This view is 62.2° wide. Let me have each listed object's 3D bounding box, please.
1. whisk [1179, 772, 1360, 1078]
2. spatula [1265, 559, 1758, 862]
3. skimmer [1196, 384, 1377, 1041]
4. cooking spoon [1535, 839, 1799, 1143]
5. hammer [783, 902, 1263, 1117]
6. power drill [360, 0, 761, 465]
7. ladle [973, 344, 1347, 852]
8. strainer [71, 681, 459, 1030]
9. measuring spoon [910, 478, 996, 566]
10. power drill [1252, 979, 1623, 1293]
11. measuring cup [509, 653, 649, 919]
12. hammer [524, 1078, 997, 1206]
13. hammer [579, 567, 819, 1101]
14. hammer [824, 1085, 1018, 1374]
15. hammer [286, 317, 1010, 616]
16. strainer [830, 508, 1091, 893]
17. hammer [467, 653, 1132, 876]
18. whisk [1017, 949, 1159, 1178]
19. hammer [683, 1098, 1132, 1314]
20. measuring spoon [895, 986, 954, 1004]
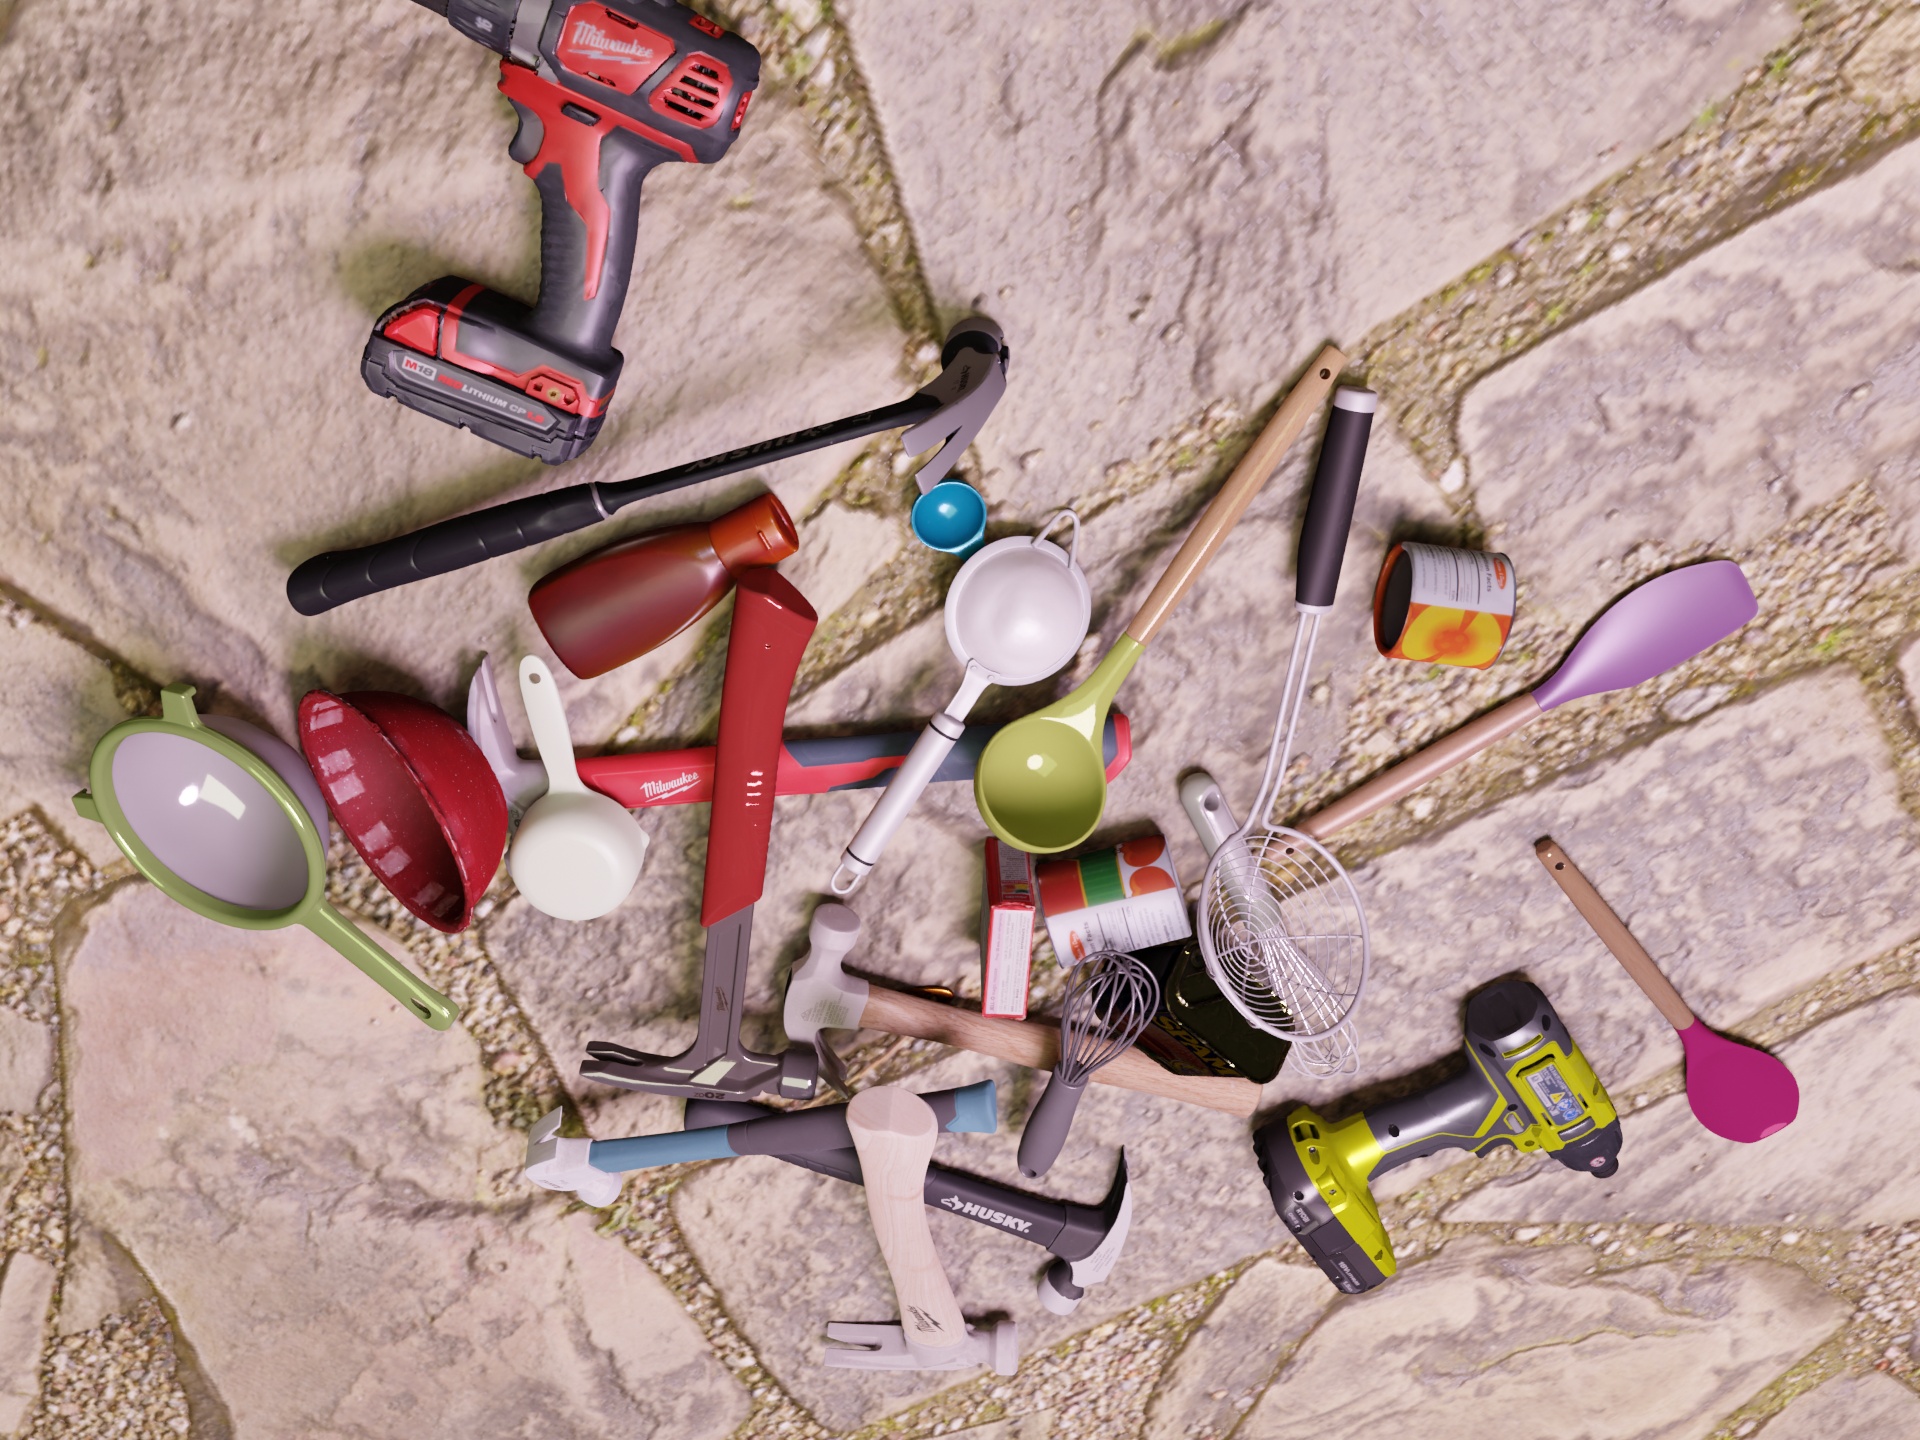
[{"bbox_3d":[0.196,0.134,1.008,0.058,0.059,0.246,-39,114,-23],"label":"whisk"},{"bbox_3d":[0.319,0.001,0.948,0.316,0.018,0.059,-33,114,16],"label":"spatula"},{"bbox_3d":[0.206,0.002,0.888,0.127,0.090,0.363,-7,115,-33],"label":"skimmer"},{"bbox_3d":[0.467,0.183,1.053,0.068,0.017,0.318,-37,114,18],"label":"cooking spoon"},{"bbox_3d":[0.043,0.216,1.054,0.331,0.031,0.130,15,117,-11],"label":"hammer"},{"bbox_3d":[-0.219,-0.259,0.766,0.187,0.080,0.226,22,114,-13],"label":"power drill"},{"bbox_3d":[0.112,-0.063,0.865,0.078,0.062,0.320,32,104,-10],"label":"ladle"},{"bbox_3d":[-0.388,0.082,0.947,0.256,0.069,0.151,45,126,-15],"label":"strainer"},{"bbox_3d":[0.014,-0.088,0.901,0.042,0.021,0.128,-31,124,10],"label":"measuring spoon"},{"bbox_3d":[0.330,0.292,1.082,0.223,0.080,0.171,-32,115,13],"label":"power drill"},{"bbox_3d":[-0.231,0.043,0.913,0.083,0.038,0.167,-5,119,3],"label":"measuring cup"},{"bbox_3d":[-0.130,0.266,1.017,0.331,0.033,0.128,-12,148,17],"label":"hammer"},{"bbox_3d":[-0.141,0.079,0.934,0.149,0.037,0.358,7,119,-4],"label":"hammer"},{"bbox_3d":[-0.043,0.351,1.056,0.146,0.038,0.410,-1,140,5],"label":"hammer"},{"bbox_3d":[-0.173,-0.116,0.828,0.409,0.149,0.036,-14,119,15],"label":"hammer"},{"bbox_3d":[-0.001,-0.003,0.897,0.086,0.050,0.258,28,105,-23],"label":"strainer"},{"bbox_3d":[-0.093,0.014,0.942,0.386,0.038,0.143,-5,118,3],"label":"hammer"},{"bbox_3d":[0.073,0.225,1.006,0.055,0.055,0.238,11,133,-6],"label":"whisk"},{"bbox_3d":[-0.036,0.318,1.117,0.334,0.035,0.146,22,118,-12],"label":"hammer"},{"bbox_3d":[-0.061,0.194,1.059,0.117,0.011,0.021,-11,119,6],"label":"measuring spoon"}]
